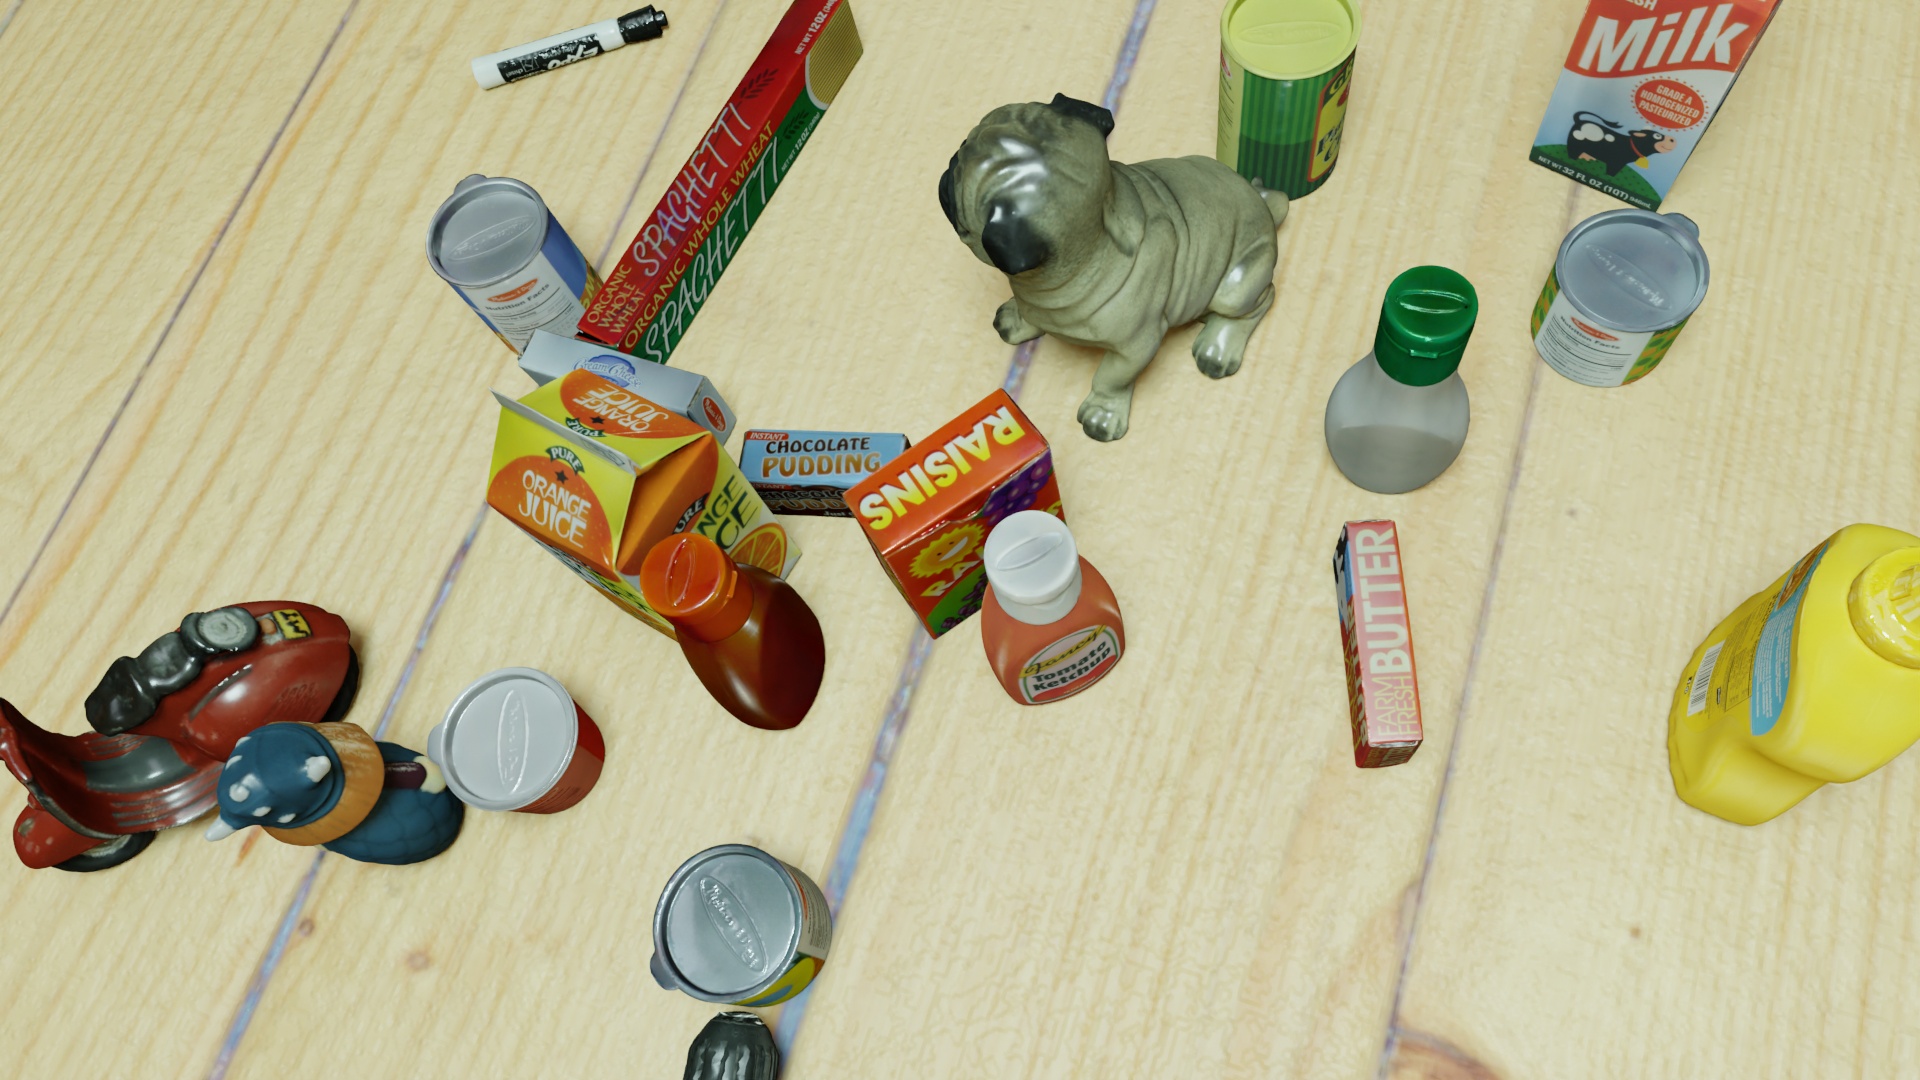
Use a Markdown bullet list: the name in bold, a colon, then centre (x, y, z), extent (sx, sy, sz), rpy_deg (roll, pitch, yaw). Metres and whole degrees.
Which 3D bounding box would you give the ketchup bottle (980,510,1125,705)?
- **ketchup bottle**: centre (0.037, 0.030, 0.602), extent (0.065, 0.148, 0.043), rpy_deg (-27, 68, -2)

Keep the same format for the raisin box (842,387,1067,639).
- **raisin box**: centre (0.002, -0.008, 0.636), extent (0.086, 0.123, 0.040), rpy_deg (-34, 68, -4)

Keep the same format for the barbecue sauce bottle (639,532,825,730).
- **barbecue sauce bottle**: centre (-0.099, 0.039, 0.620), extent (0.044, 0.148, 0.065), rpy_deg (6, 70, 11)

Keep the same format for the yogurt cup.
- **yogurt cup**: centre (-0.206, 0.099, 0.664), extent (0.072, 0.053, 0.072), rpy_deg (-3, 69, 8)

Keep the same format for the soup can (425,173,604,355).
- **soup can**: centre (-0.237, -0.146, 0.750), extent (0.071, 0.083, 0.071), rpy_deg (-3, 69, 8)

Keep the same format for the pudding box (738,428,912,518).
- **pudding box**: centre (-0.064, -0.033, 0.696), extent (0.084, 0.049, 0.030), rpy_deg (3, 70, 10)

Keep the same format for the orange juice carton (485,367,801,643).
- **orange juice carton**: centre (-0.142, -0.012, 0.623), extent (0.072, 0.192, 0.073), rpy_deg (27, 76, 18)

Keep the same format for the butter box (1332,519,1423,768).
- **butter box**: centre (0.186, 0.047, 0.623), extent (0.024, 0.053, 0.104), rpy_deg (-3, 68, 8)

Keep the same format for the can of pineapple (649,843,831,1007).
- **can of pineapple**: centre (-0.097, 0.172, 0.616), extent (0.071, 0.057, 0.071), rpy_deg (-3, 69, 8)

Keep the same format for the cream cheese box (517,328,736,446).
- **cream cheese box**: centre (-0.174, -0.078, 0.729), extent (0.104, 0.053, 0.024), rpy_deg (17, 73, 15)

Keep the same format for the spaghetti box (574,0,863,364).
- **spaghetti box**: centre (-0.129, -0.199, 0.771), extent (0.029, 0.050, 0.251), rpy_deg (24, 74, 17)

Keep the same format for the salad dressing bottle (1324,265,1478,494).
- **salad dressing bottle**: centre (0.198, -0.068, 0.615), extent (0.064, 0.147, 0.044), rpy_deg (9, 71, 12)

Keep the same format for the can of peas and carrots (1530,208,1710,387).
- **can of peas and carrots**: centre (0.314, -0.116, 0.664), extent (0.071, 0.058, 0.071), rpy_deg (-3, 69, 8)

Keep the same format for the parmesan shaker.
- **parmesan shaker**: centre (0.165, -0.231, 0.708), extent (0.071, 0.102, 0.071), rpy_deg (-3, 69, 8)

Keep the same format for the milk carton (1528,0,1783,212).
- **milk carton**: centre (0.332, -0.243, 0.639), extent (0.072, 0.190, 0.073), rpy_deg (31, 77, 19)
